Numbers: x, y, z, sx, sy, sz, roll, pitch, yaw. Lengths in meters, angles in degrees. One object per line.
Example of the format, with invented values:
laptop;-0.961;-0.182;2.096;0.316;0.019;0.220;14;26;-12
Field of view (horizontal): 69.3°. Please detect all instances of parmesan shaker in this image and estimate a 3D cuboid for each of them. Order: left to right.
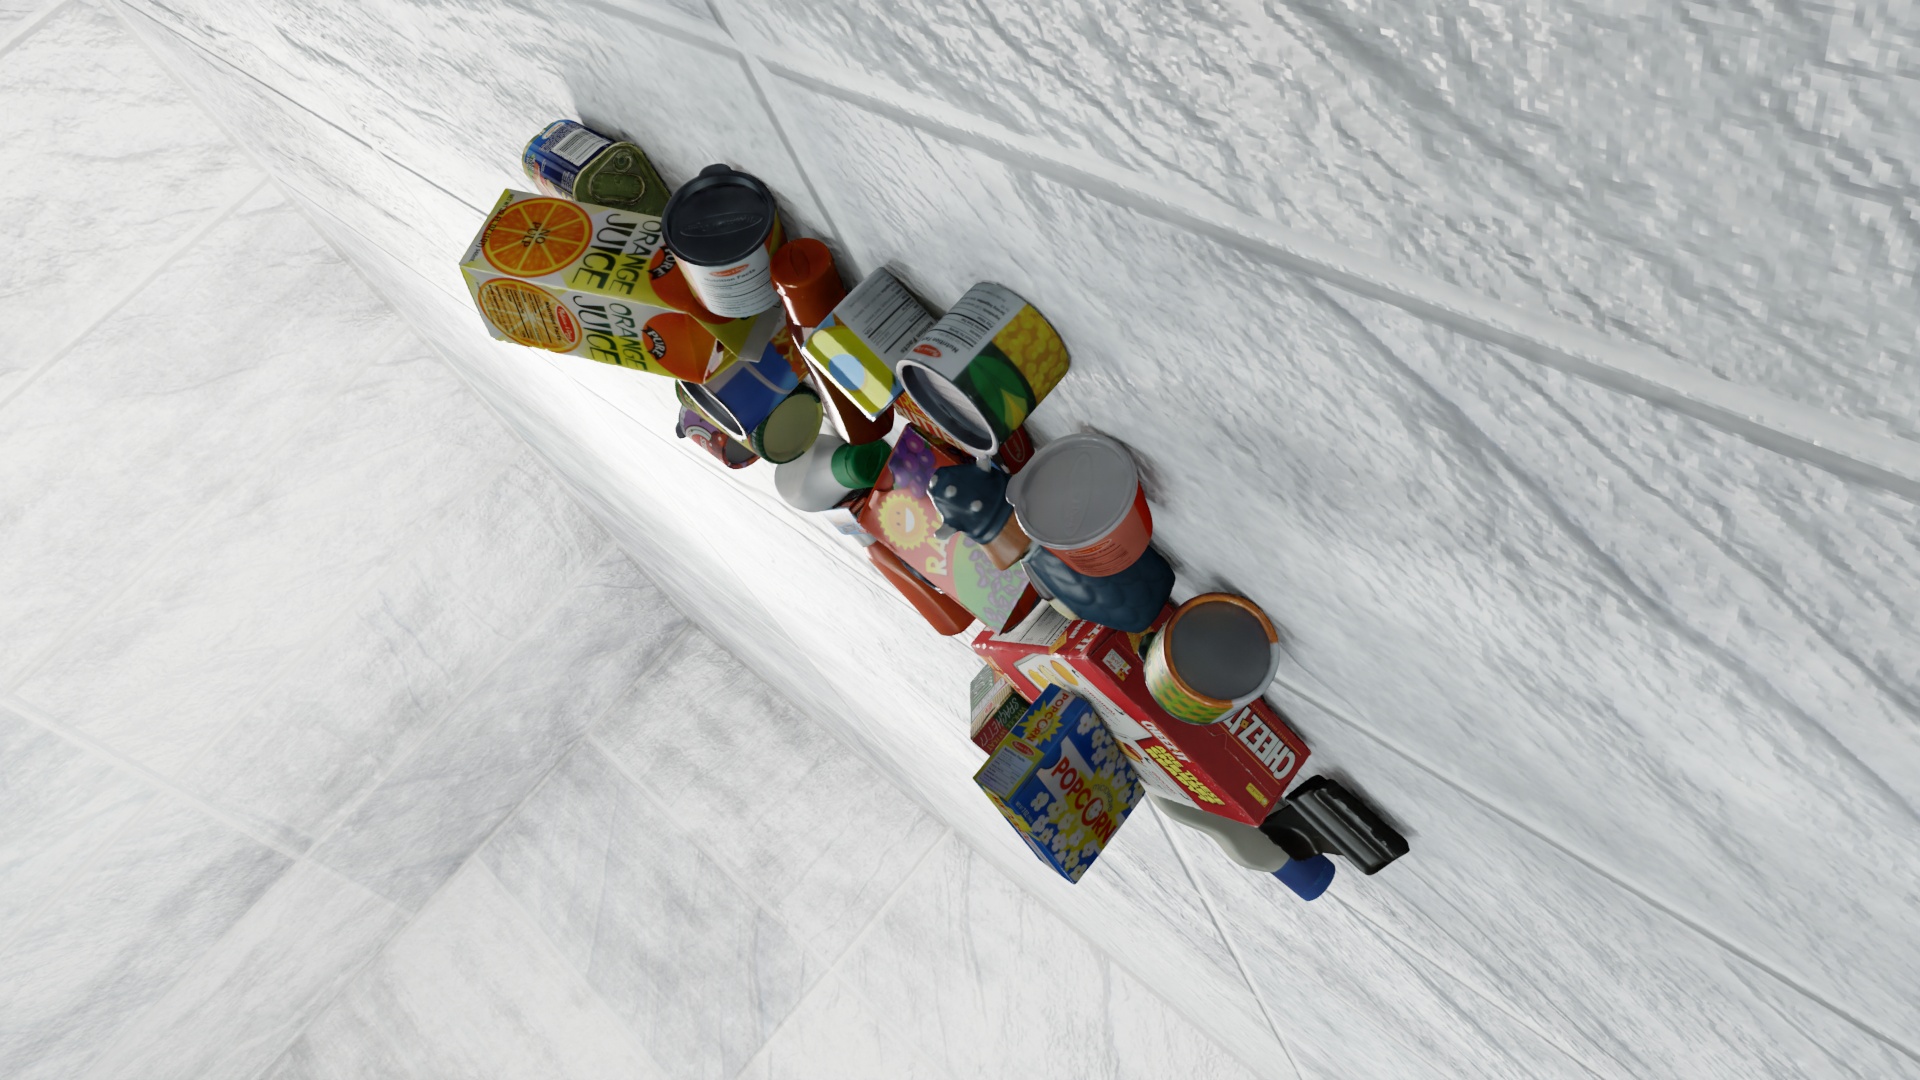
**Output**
parmesan shaker;-0.164;-0.112;1.082;0.103;0.071;0.071;33;163;31

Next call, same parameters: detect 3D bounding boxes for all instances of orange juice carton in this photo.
orange juice carton;-0.207;-0.158;0.884;0.193;0.072;0.072;12;148;8

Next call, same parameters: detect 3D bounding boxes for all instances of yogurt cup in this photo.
yogurt cup;0.069;-0.016;0.742;0.072;0.072;0.053;32;171;36

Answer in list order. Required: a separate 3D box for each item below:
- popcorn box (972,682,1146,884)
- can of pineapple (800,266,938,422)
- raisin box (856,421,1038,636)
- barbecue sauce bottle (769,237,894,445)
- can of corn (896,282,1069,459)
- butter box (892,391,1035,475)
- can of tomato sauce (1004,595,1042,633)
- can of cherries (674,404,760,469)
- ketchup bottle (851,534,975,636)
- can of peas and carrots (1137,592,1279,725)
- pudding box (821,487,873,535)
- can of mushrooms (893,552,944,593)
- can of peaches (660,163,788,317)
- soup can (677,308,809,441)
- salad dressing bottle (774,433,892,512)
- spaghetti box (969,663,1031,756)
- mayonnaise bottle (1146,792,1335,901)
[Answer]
popcorn box;0.070;0.166;0.939;0.038;0.085;0.126;27;160;42
can of pineapple;-0.047;-0.107;0.767;0.058;0.071;0.071;45;166;-7
raisin box;0.003;-0.011;0.887;0.123;0.040;0.085;38;123;16
barbecue sauce bottle;-0.078;-0.122;0.845;0.148;0.044;0.065;69;180;-59
can of corn;0.013;-0.084;0.694;0.071;0.058;0.071;39;165;12
butter box;-0.005;-0.080;0.828;0.104;0.024;0.053;31;162;36
can of tomato sauce;0.020;0.011;0.949;0.083;0.071;0.071;39;166;13
can of cherries;-0.202;-0.101;1.201;0.058;0.071;0.071;35;164;24
ketchup bottle;-0.048;0.019;1.202;0.148;0.043;0.064;47;165;-19
can of peas and carrots;0.139;0.066;0.786;0.071;0.071;0.058;40;165;9
pudding box;-0.077;-0.030;1.120;0.030;0.050;0.083;47;165;-14
can of mushrooms;-0.027;0.009;1.137;0.071;0.033;0.071;38;166;12
can of peaches;-0.135;-0.175;0.813;0.071;0.071;0.058;37;165;19
soup can;-0.142;-0.120;0.954;0.071;0.084;0.071;39;166;12
salad dressing bottle;-0.100;-0.056;1.093;0.044;0.064;0.147;23;167;-26
spaghetti box;0.034;0.131;1.169;0.028;0.050;0.250;41;-177;-2
mayonnaise bottle;0.214;0.213;1.045;0.148;0.065;0.041;39;169;-3
